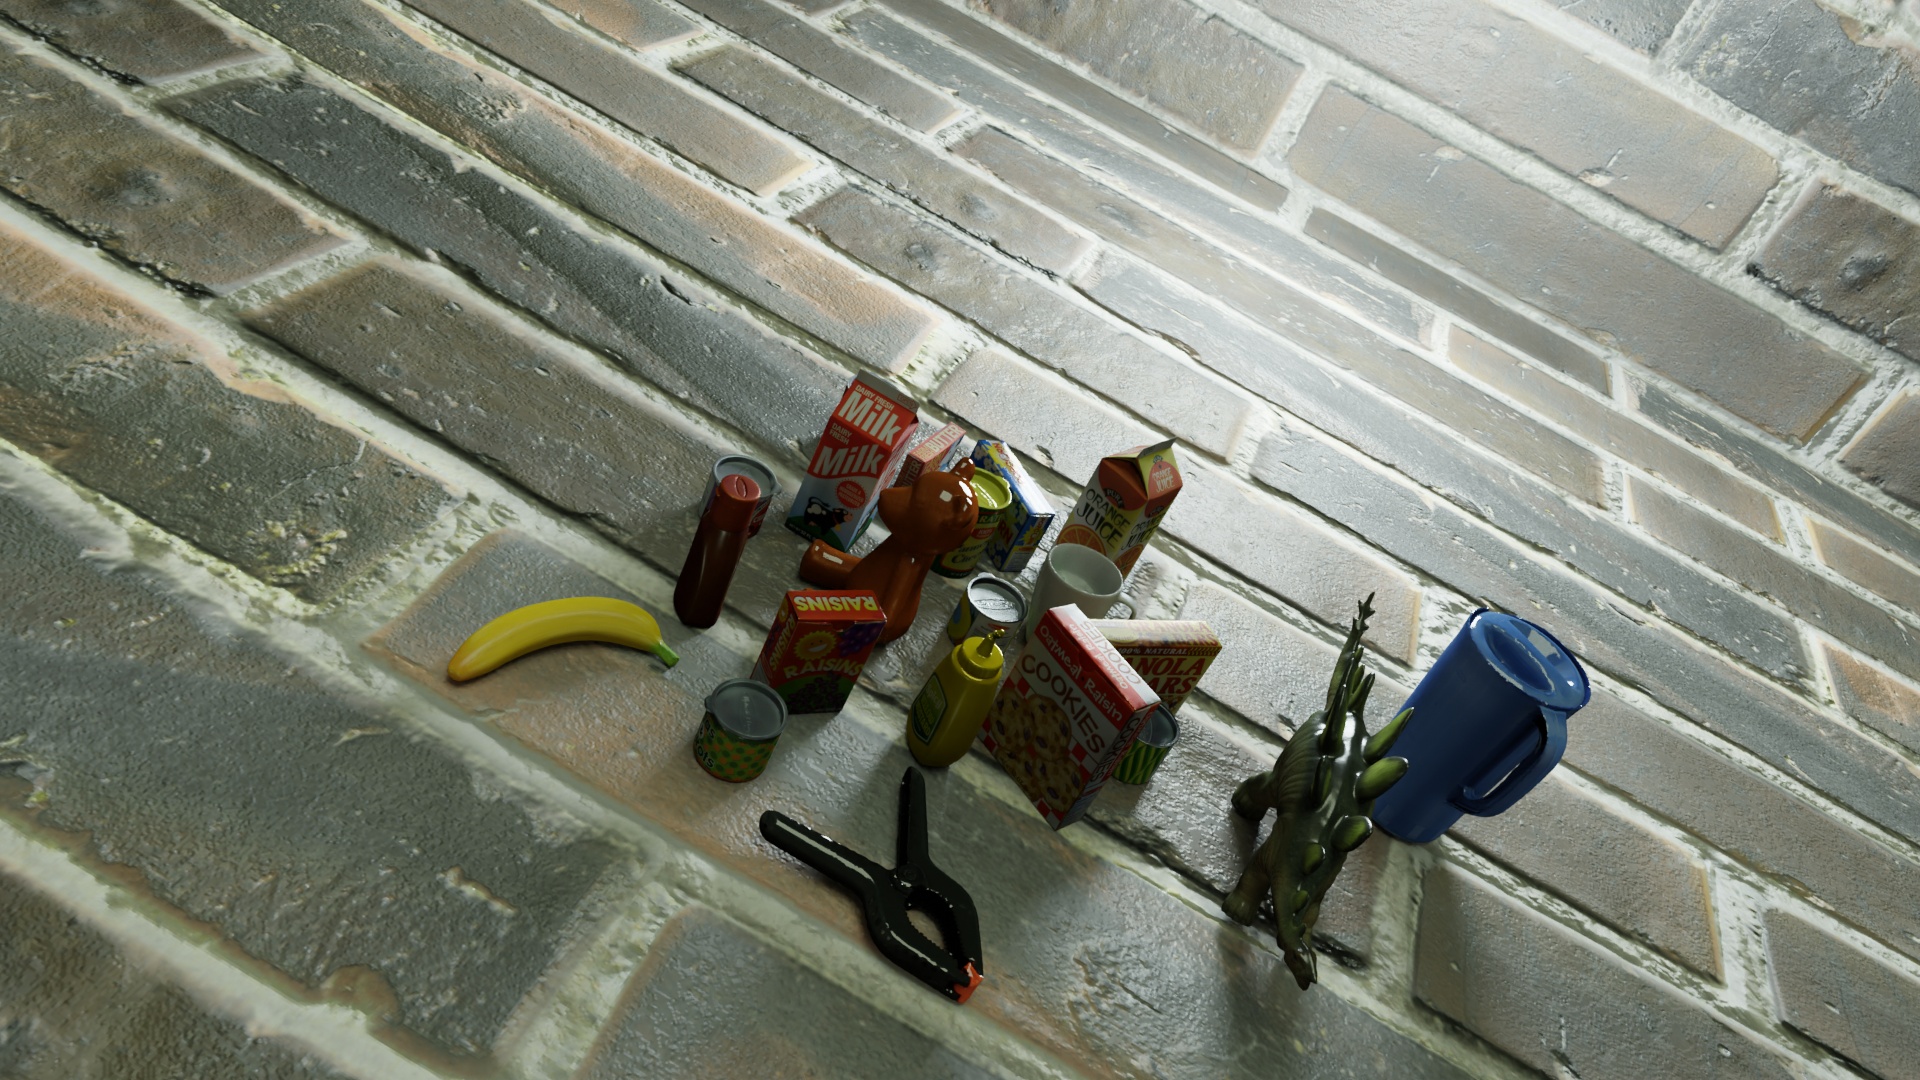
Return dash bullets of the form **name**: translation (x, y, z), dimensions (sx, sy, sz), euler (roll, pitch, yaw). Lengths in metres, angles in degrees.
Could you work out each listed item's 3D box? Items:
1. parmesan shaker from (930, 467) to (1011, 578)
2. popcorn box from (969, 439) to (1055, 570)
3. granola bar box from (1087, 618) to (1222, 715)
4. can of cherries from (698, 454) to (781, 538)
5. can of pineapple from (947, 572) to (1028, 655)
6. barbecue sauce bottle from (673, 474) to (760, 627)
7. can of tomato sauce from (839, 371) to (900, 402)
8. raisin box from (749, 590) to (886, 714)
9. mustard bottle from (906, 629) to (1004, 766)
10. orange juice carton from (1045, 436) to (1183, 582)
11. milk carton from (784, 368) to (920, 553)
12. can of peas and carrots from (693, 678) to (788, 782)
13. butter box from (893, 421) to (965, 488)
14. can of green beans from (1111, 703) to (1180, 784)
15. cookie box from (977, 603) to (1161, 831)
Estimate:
- **parmesan shaker**: translation (0.005, -0.018, 1.463), dimensions (0.071, 0.102, 0.072), euler (18, 36, -13)
- **popcorn box**: translation (0.046, -0.039, 1.531), dimensions (0.038, 0.084, 0.127), euler (-2, 44, -35)
- **granola bar box**: translation (0.155, 0.131, 1.353), dimensions (0.166, 0.123, 0.039), euler (3, 42, -30)
- **can of cherries**: translation (-0.220, -0.042, 1.386), dimensions (0.071, 0.058, 0.072), euler (18, 36, -13)
- **can of pineapple**: translation (0.027, 0.077, 1.395), dimensions (0.071, 0.057, 0.071), euler (18, 36, -13)
- **barbecue sauce bottle**: translation (-0.219, 0.007, 1.248), dimensions (0.044, 0.147, 0.065), euler (9, 39, -24)
- **can of tomato sauce**: translation (-0.109, -0.136, 1.555), dimensions (0.071, 0.082, 0.071), euler (18, 36, -13)
- **raisin box**: translation (-0.127, 0.099, 1.213), dimensions (0.086, 0.122, 0.040), euler (2, 42, -31)
- **mustard bottle**: translation (0.001, 0.131, 1.222), dimensions (0.049, 0.159, 0.065), euler (4, 41, -30)
- **orange juice carton**: translation (0.176, -0.035, 1.516), dimensions (0.073, 0.191, 0.072), euler (44, 38, 23)
- **milk carton**: translation (-0.104, -0.082, 1.398), dimensions (0.072, 0.189, 0.074), euler (30, 35, 4)
- **can of peas and carrots**: translation (-0.186, 0.158, 1.156), dimensions (0.071, 0.058, 0.071), euler (18, 36, -13)
- **butter box**: translation (-0.035, -0.093, 1.575), dimensions (0.024, 0.052, 0.104), euler (35, 36, 10)
- **can of green beans**: translation (0.170, 0.192, 1.342), dimensions (0.071, 0.057, 0.071), euler (18, 36, -13)
- **cookie box**: translation (0.092, 0.158, 1.241), dimensions (0.040, 0.166, 0.123), euler (-13, 51, -43)
